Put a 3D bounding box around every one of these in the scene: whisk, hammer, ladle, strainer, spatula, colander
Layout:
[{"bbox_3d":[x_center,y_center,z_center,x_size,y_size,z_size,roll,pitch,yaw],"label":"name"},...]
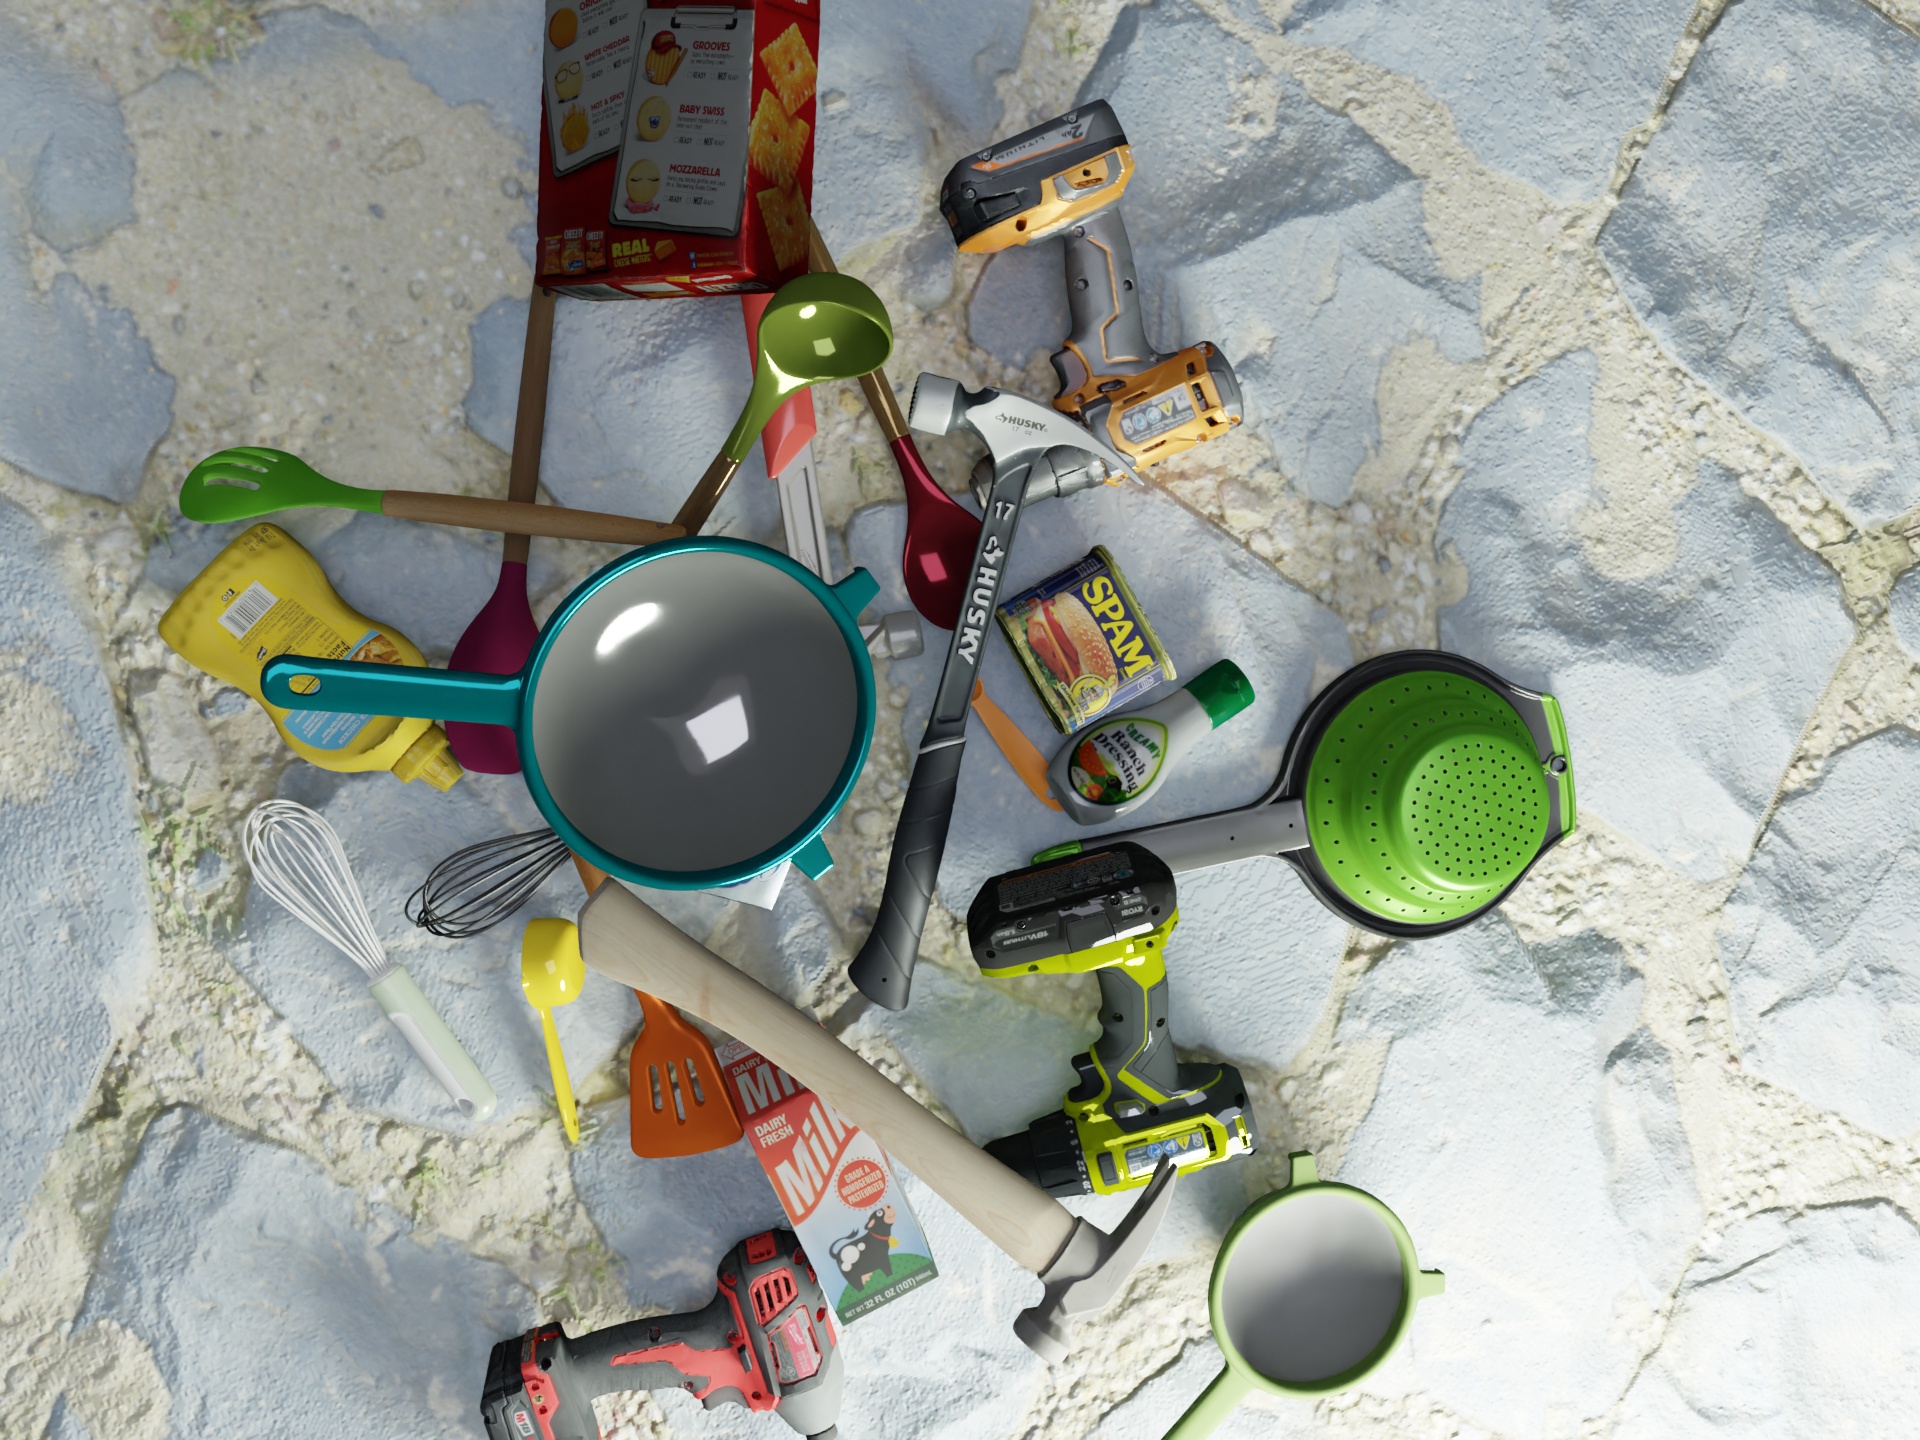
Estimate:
[{"bbox_3d":[-0.369,0.154,1.004,0.058,0.059,0.246,-24,104,32],"label":"whisk"},{"bbox_3d":[-0.057,0.223,0.985,0.410,0.038,0.146,38,84,-7],"label":"hammer"},{"bbox_3d":[-0.052,-0.207,1.035,0.069,0.031,0.315,-23,95,17],"label":"ladle"},{"bbox_3d":[-0.149,-0.133,0.963,0.078,0.062,0.320,22,114,-38],"label":"ladle"},{"bbox_3d":[-0.222,-0.017,0.926,0.340,0.095,0.211,5,103,-24],"label":"strainer"},{"bbox_3d":[-0.243,0.068,1.017,0.239,0.055,0.055,-31,98,-10],"label":"whisk"},{"bbox_3d":[0.198,0.420,1.092,0.151,0.069,0.256,42,88,-11],"label":"strainer"},{"bbox_3d":[-0.219,0.133,1.000,0.081,0.041,0.322,-12,112,13],"label":"spatula"},{"bbox_3d":[0.247,0.071,1.064,0.397,0.094,0.204,-11,95,-8],"label":"colander"},{"bbox_3d":[-0.002,-0.003,1.011,0.149,0.036,0.409,13,105,-5],"label":"hammer"},{"bbox_3d":[-0.121,-0.204,1.009,0.149,0.037,0.359,-9,96,-5],"label":"hammer"}]

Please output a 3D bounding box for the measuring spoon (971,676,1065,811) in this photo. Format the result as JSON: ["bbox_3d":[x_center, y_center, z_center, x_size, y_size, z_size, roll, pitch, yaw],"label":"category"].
[{"bbox_3d":[0.035,0.016,1.073,0.021,0.011,0.117,-42,102,-14],"label":"measuring spoon"}]

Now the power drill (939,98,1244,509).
[{"bbox_3d":[0.061,-0.256,1.026,0.185,0.084,0.226,-25,101,-4],"label":"power drill"}]

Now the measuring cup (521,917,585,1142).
[{"bbox_3d":[-0.251,0.200,1.022,0.029,0.062,0.156,-6,106,3],"label":"measuring cup"}]

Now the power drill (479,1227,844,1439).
[{"bbox_3d":[-0.186,0.435,1.036,0.219,0.078,0.143,-18,97,-10],"label":"power drill"}]

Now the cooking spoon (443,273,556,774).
[{"bbox_3d":[-0.278,-0.125,1.001,0.068,0.017,0.319,7,88,-31],"label":"cooking spoon"}]

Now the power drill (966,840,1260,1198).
[{"bbox_3d":[0.081,0.210,1.045,0.190,0.080,0.228,-15,108,2],"label":"power drill"}]

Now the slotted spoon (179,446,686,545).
[{"bbox_3d":[-0.320,-0.130,0.957,0.314,0.070,0.031,7,136,3],"label":"slotted spoon"}]
